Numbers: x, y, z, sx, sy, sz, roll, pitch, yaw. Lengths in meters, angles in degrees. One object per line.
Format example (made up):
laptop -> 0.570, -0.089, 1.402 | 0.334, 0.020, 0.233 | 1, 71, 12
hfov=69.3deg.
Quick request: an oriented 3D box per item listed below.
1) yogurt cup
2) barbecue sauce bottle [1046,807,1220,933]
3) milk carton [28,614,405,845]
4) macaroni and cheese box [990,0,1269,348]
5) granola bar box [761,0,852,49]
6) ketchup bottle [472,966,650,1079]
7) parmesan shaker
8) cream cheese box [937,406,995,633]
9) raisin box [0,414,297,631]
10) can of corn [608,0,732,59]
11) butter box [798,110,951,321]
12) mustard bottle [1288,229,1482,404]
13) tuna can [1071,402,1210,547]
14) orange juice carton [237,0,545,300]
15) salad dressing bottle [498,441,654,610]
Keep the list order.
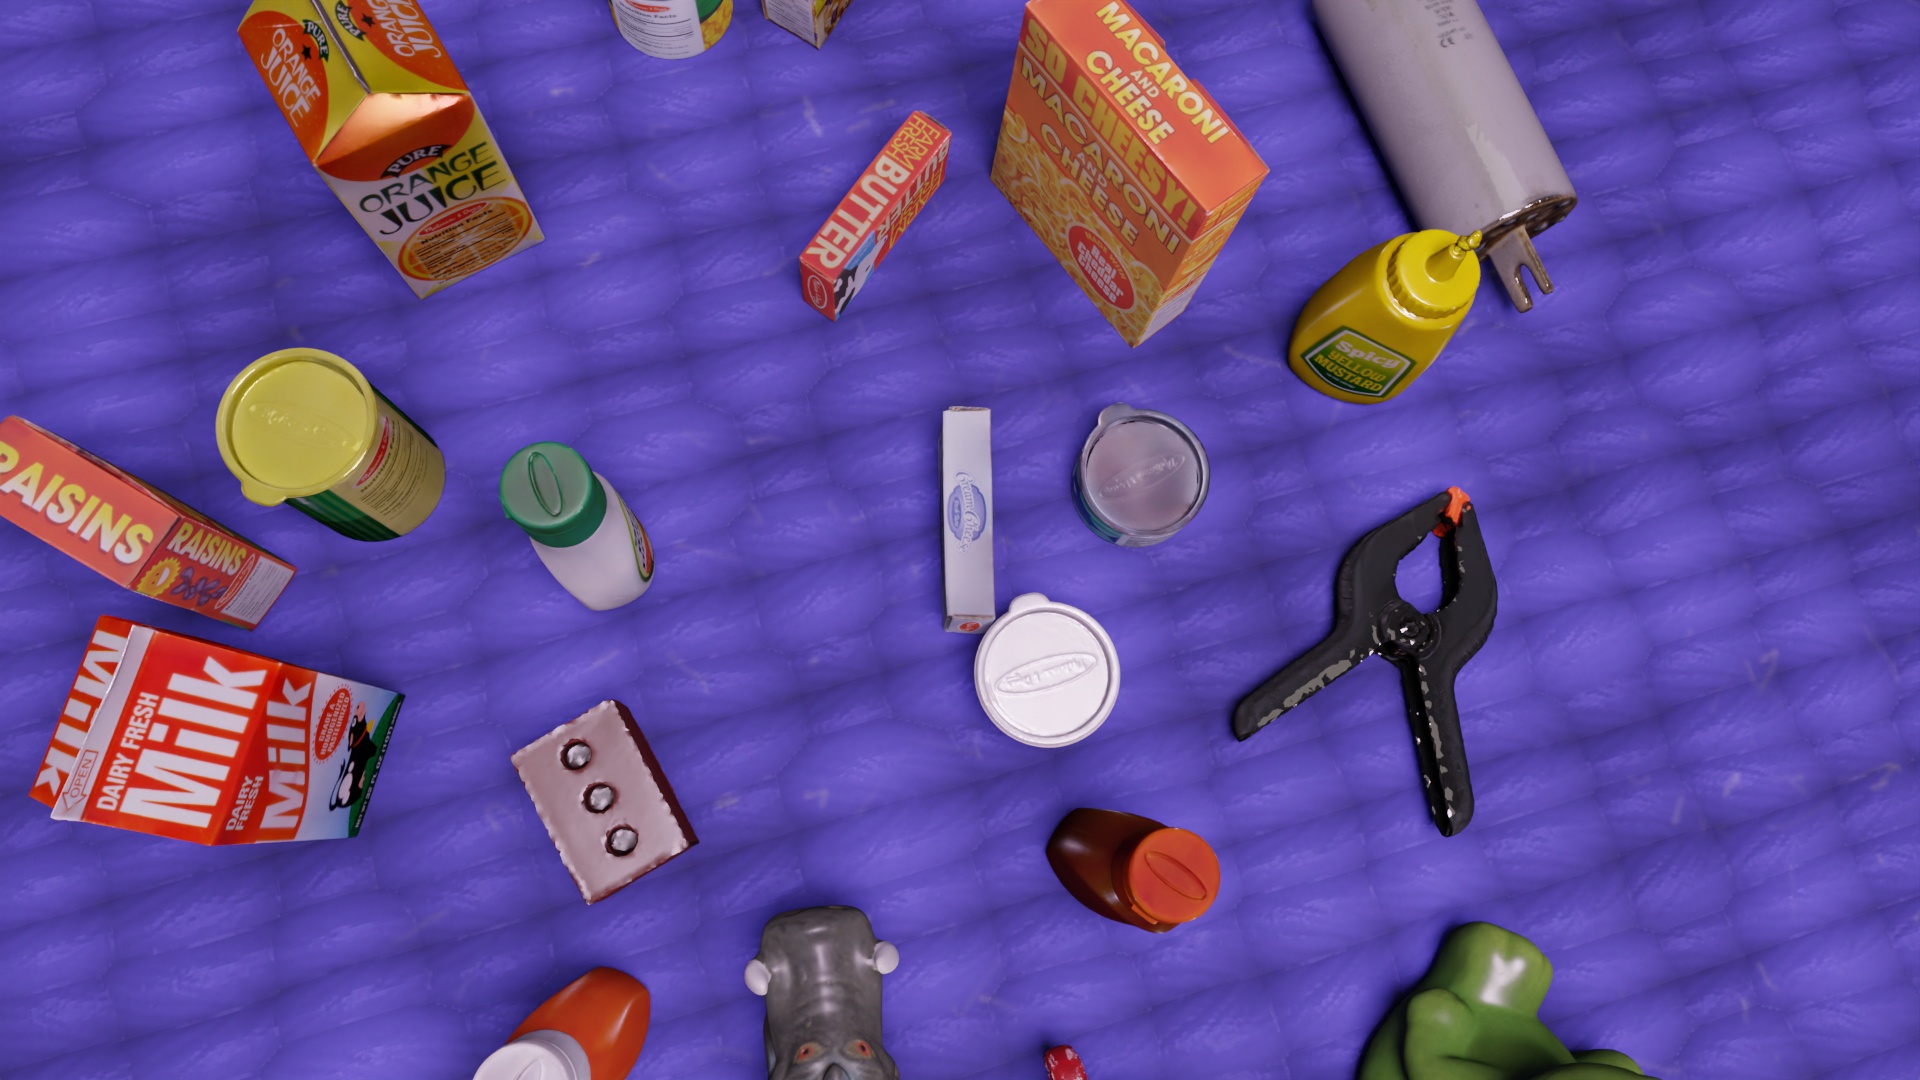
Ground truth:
yogurt cup -> 0.039, 0.066, 0.666 | 0.072, 0.054, 0.072 | 1, 78, -4
barbecue sauce bottle -> 0.077, 0.144, 0.603 | 0.065, 0.148, 0.044 | 36, 78, 4
milk carton -> -0.302, 0.080, 0.566 | 0.073, 0.190, 0.072 | 15, 78, -1
macaroni and cheese box -> 0.073, -0.176, 0.664 | 0.040, 0.166, 0.124 | -38, 83, -11
granola bar box -> -0.049, -0.358, 0.716 | 0.039, 0.124, 0.166 | 30, 77, 2
ketchup bottle -> -0.162, 0.214, 0.569 | 0.043, 0.148, 0.065 | 25, 77, 1
parmesan shaker -> -0.286, -0.038, 0.638 | 0.071, 0.103, 0.071 | 1, 78, -4
cream cheese box -> 0.002, -0.009, 0.680 | 0.024, 0.053, 0.104 | 0, 78, -4
raisin box -> -0.362, -0.004, 0.614 | 0.086, 0.123, 0.040 | 30, 78, 2
can of corn -> -0.154, -0.298, 0.729 | 0.071, 0.058, 0.071 | 1, 78, -4
butter box -> -0.044, -0.166, 0.711 | 0.024, 0.053, 0.104 | 35, 77, 3
mustard bottle -> 0.207, -0.111, 0.663 | 0.065, 0.160, 0.049 | 26, 78, 1
tuna can -> 0.089, -0.033, 0.702 | 0.071, 0.032, 0.071 | 1, 78, -4
orange juice carton -> -0.256, -0.187, 0.627 | 0.073, 0.192, 0.072 | -30, 82, -10
salad dressing bottle -> -0.169, -0.007, 0.618 | 0.044, 0.147, 0.064 | -21, 81, -8
